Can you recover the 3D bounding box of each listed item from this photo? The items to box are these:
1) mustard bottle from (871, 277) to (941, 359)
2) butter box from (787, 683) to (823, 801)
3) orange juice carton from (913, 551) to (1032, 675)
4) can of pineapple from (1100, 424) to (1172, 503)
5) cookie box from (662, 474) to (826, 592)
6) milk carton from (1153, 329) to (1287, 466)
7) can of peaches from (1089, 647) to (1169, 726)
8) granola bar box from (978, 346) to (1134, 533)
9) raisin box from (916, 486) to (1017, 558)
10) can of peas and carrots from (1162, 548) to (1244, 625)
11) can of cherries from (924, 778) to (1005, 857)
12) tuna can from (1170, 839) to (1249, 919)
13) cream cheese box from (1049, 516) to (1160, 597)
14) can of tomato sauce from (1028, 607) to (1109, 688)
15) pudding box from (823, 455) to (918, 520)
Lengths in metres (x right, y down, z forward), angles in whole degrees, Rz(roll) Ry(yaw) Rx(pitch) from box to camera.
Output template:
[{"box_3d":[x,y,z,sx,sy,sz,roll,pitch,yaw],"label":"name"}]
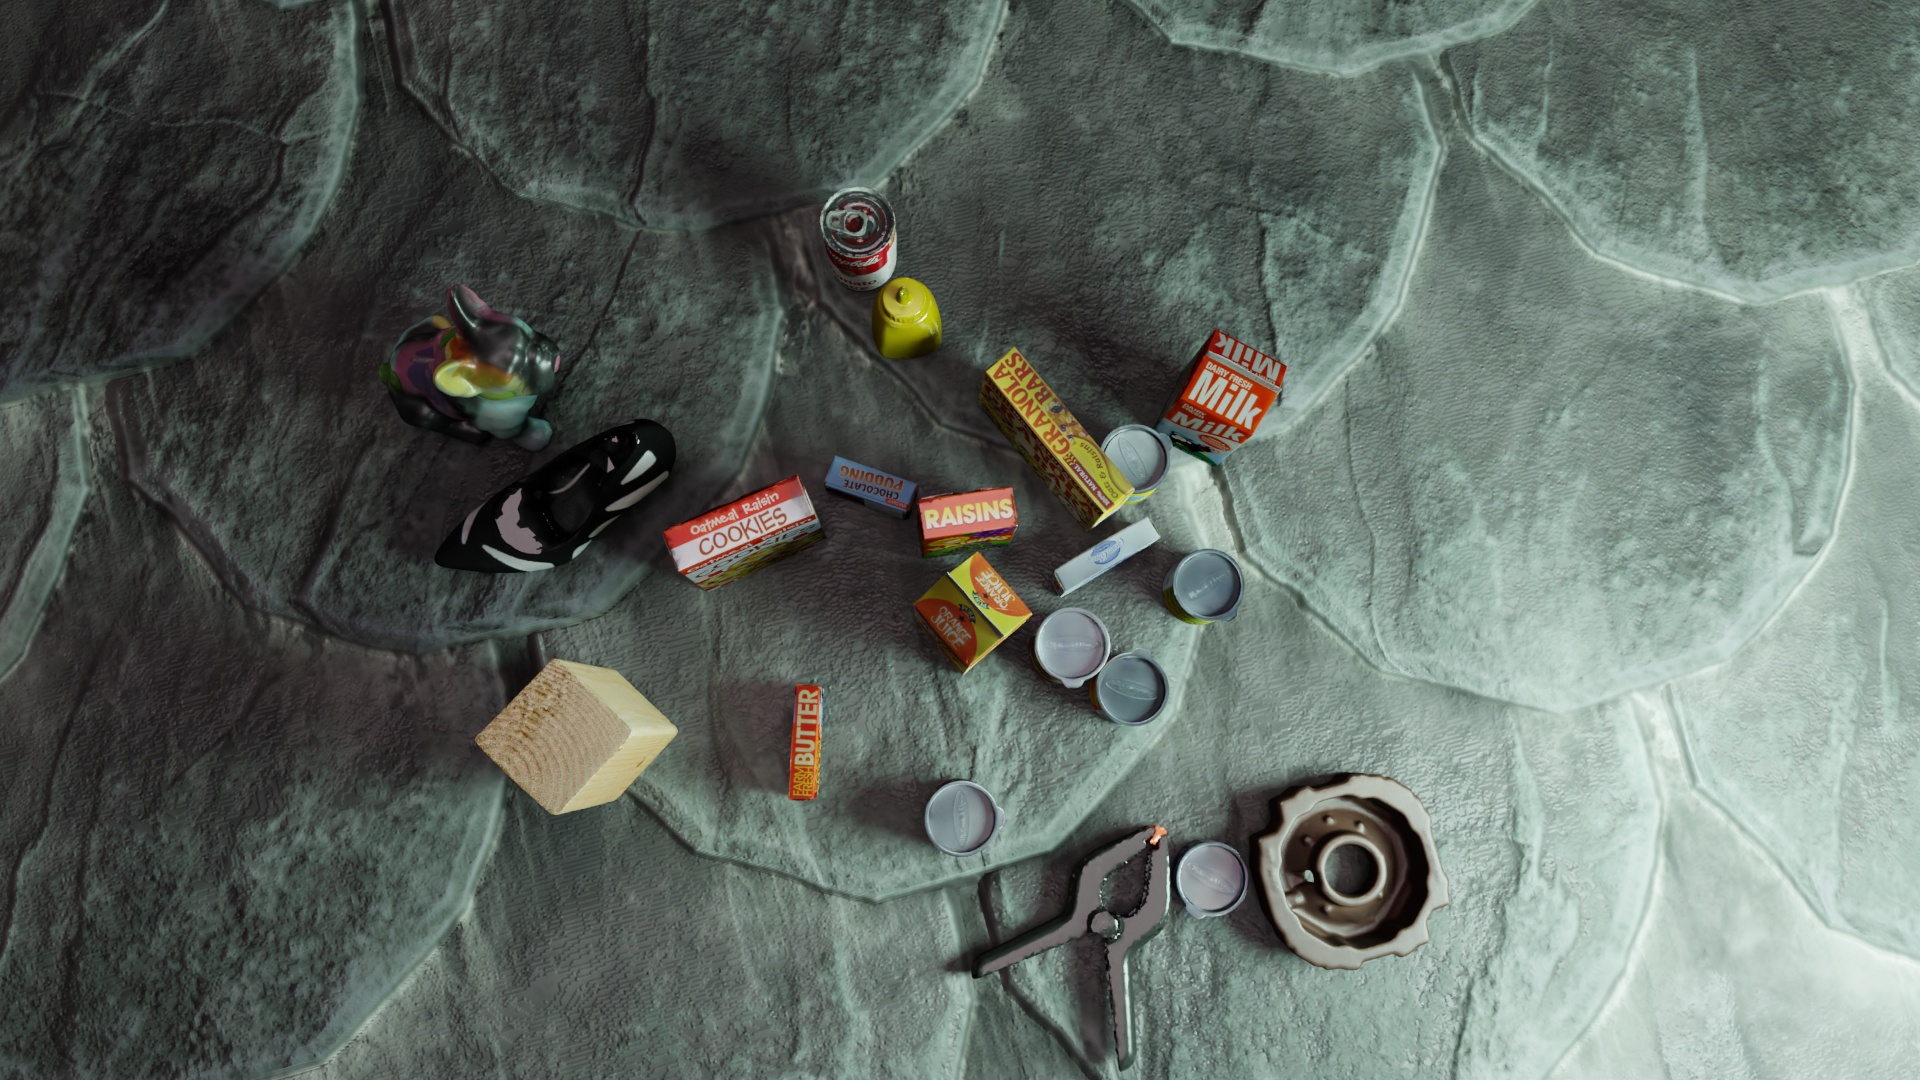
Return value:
[{"box_3d":[-0.049,-0.206,1.263,0.065,0.160,0.049,-10,82,-3],"label":"mustard bottle"},{"box_3d":[-0.139,0.182,1.255,0.024,0.053,0.103,3,81,-1],"label":"butter box"},{"box_3d":[0.009,0.064,1.207,0.073,0.192,0.072,-40,85,-7],"label":"orange juice carton"},{"box_3d":[0.161,-0.071,1.301,0.071,0.058,0.071,0,82,-2],"label":"can of pineapple"},{"box_3d":[-0.186,-0.005,1.224,0.123,0.167,0.040,-24,83,-5],"label":"cookie box"},{"box_3d":[0.233,-0.129,1.245,0.072,0.190,0.073,27,82,2],"label":"milk carton"},{"box_3d":[0.154,0.135,1.269,0.071,0.058,0.071,0,82,-2],"label":"can of peaches"},{"box_3d":[0.083,-0.087,1.267,0.039,0.124,0.165,-39,85,-6],"label":"granola bar box"},{"box_3d":[0.004,-0.016,1.254,0.086,0.123,0.040,-8,82,-3],"label":"raisin box"},{"box_3d":[0.226,0.046,1.285,0.071,0.058,0.071,0,82,-2],"label":"can of peas and carrots"},{"box_3d":[0.003,0.248,1.247,0.071,0.058,0.071,0,82,-2],"label":"can of cherries"},{"box_3d":[0.224,0.307,1.258,0.071,0.033,0.071,0,81,-2],"label":"tuna can"},{"box_3d":[0.133,0.015,1.289,0.104,0.053,0.024,-30,84,-6],"label":"cream cheese box"},{"box_3d":[0.098,0.099,1.260,0.071,0.083,0.071,0,82,-2],"label":"can of tomato sauce"},{"box_3d":[-0.083,-0.048,1.293,0.084,0.049,0.030,19,82,1],"label":"pudding box"}]
